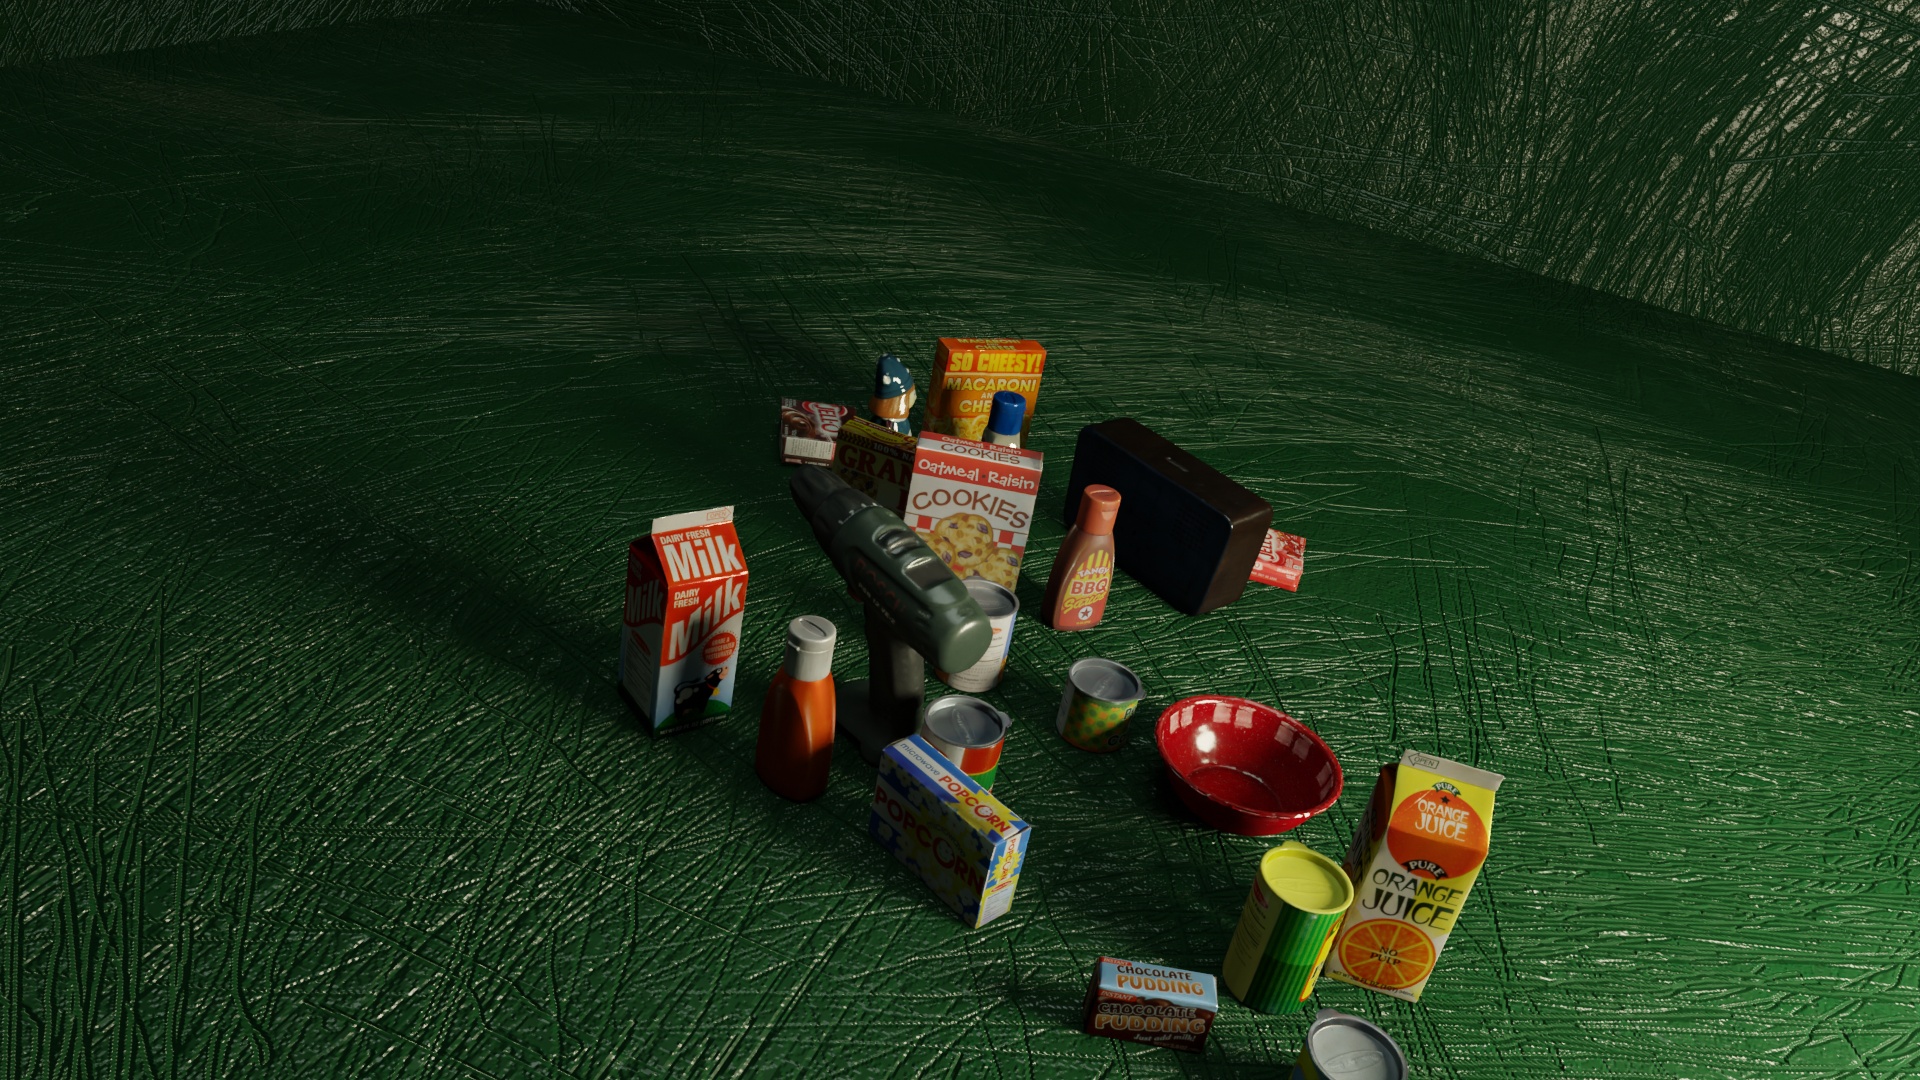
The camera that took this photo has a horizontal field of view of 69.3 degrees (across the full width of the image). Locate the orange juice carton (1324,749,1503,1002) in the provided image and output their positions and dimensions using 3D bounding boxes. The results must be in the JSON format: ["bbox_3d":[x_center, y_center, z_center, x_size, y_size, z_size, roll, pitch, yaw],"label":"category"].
[{"bbox_3d":[0.327,0.236,1.012,0.072,0.191,0.073,15,29,6],"label":"orange juice carton"}]

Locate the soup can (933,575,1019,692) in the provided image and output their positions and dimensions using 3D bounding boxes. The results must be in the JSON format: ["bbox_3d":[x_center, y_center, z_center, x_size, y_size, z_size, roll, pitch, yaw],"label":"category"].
[{"bbox_3d":[0.013,0.085,1.274,0.071,0.083,0.072,9,29,-5],"label":"soup can"}]

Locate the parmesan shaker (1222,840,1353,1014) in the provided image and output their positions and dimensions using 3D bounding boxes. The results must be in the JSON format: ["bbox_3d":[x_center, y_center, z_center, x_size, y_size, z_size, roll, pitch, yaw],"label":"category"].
[{"bbox_3d":[0.233,0.278,0.996,0.071,0.102,0.071,9,29,-5],"label":"parmesan shaker"}]

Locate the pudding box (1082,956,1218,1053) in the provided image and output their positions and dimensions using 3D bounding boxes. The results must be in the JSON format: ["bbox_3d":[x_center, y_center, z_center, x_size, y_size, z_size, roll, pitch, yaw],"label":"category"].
[{"bbox_3d":[0.129,0.316,0.947,0.084,0.049,0.030,11,29,-2],"label":"pudding box"}]

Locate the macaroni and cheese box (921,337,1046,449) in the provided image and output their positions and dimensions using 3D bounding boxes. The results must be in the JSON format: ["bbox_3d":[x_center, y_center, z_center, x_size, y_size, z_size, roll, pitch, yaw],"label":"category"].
[{"bbox_3d":[0.022,-0.152,1.608,0.124,0.165,0.040,-2,32,-23],"label":"macaroni and cheese box"}]

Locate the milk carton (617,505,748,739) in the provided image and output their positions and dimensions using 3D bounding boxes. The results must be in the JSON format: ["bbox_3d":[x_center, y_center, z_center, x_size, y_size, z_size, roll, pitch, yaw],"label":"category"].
[{"bbox_3d":[-0.225,0.059,1.127,0.072,0.189,0.073,-12,37,-36],"label":"milk carton"}]

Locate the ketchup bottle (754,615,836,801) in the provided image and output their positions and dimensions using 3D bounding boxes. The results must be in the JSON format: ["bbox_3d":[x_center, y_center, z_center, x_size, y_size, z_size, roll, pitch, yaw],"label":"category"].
[{"bbox_3d":[-0.125,0.129,1.082,0.065,0.148,0.044,31,34,31],"label":"ketchup bottle"}]

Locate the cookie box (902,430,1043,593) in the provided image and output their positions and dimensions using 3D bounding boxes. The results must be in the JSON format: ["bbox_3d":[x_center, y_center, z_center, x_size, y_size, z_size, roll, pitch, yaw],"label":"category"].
[{"bbox_3d":[0.005,-0.017,1.365,0.123,0.166,0.040,10,29,-2],"label":"cookie box"}]

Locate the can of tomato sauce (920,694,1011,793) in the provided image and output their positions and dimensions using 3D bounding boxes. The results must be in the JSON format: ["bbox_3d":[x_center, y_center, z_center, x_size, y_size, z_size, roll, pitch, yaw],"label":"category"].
[{"bbox_3d":[-0.001,0.176,1.110,0.071,0.082,0.071,9,29,-5],"label":"can of tomato sauce"}]

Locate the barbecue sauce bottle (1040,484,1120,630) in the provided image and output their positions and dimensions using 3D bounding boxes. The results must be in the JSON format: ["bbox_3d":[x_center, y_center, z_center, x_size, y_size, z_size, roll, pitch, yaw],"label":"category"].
[{"bbox_3d":[0.123,0.017,1.367,0.065,0.147,0.044,-5,33,-28],"label":"barbecue sauce bottle"}]

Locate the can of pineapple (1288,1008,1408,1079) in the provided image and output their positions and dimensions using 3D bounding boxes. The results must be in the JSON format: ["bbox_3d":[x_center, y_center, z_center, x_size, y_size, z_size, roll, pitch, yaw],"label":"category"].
[{"bbox_3d":[0.252,0.355,0.913,0.071,0.057,0.071,9,29,-5],"label":"can of pineapple"}]

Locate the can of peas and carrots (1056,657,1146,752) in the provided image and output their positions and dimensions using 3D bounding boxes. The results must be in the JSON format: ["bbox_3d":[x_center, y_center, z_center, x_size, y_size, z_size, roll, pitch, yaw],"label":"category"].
[{"bbox_3d":[0.125,0.147,1.232,0.071,0.058,0.071,9,29,-5],"label":"can of peas and carrots"}]

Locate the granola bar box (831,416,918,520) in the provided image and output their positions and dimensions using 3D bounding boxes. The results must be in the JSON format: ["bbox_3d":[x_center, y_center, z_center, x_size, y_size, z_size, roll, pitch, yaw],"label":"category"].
[{"bbox_3d":[-0.053,-0.044,1.436,0.166,0.123,0.039,20,30,14],"label":"granola bar box"}]

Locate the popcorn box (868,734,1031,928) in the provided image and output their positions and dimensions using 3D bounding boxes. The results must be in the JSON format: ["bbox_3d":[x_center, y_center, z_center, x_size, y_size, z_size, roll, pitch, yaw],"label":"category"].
[{"bbox_3d":[-0.011,0.215,1.036,0.038,0.084,0.127,-18,40,-42],"label":"popcorn box"}]

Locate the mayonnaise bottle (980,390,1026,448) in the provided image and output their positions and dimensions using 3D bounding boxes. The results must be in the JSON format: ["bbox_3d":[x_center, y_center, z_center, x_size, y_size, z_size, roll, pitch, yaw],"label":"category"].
[{"bbox_3d":[0.040,-0.091,1.527,0.041,0.147,0.065,3,30,-15],"label":"mayonnaise bottle"}]
